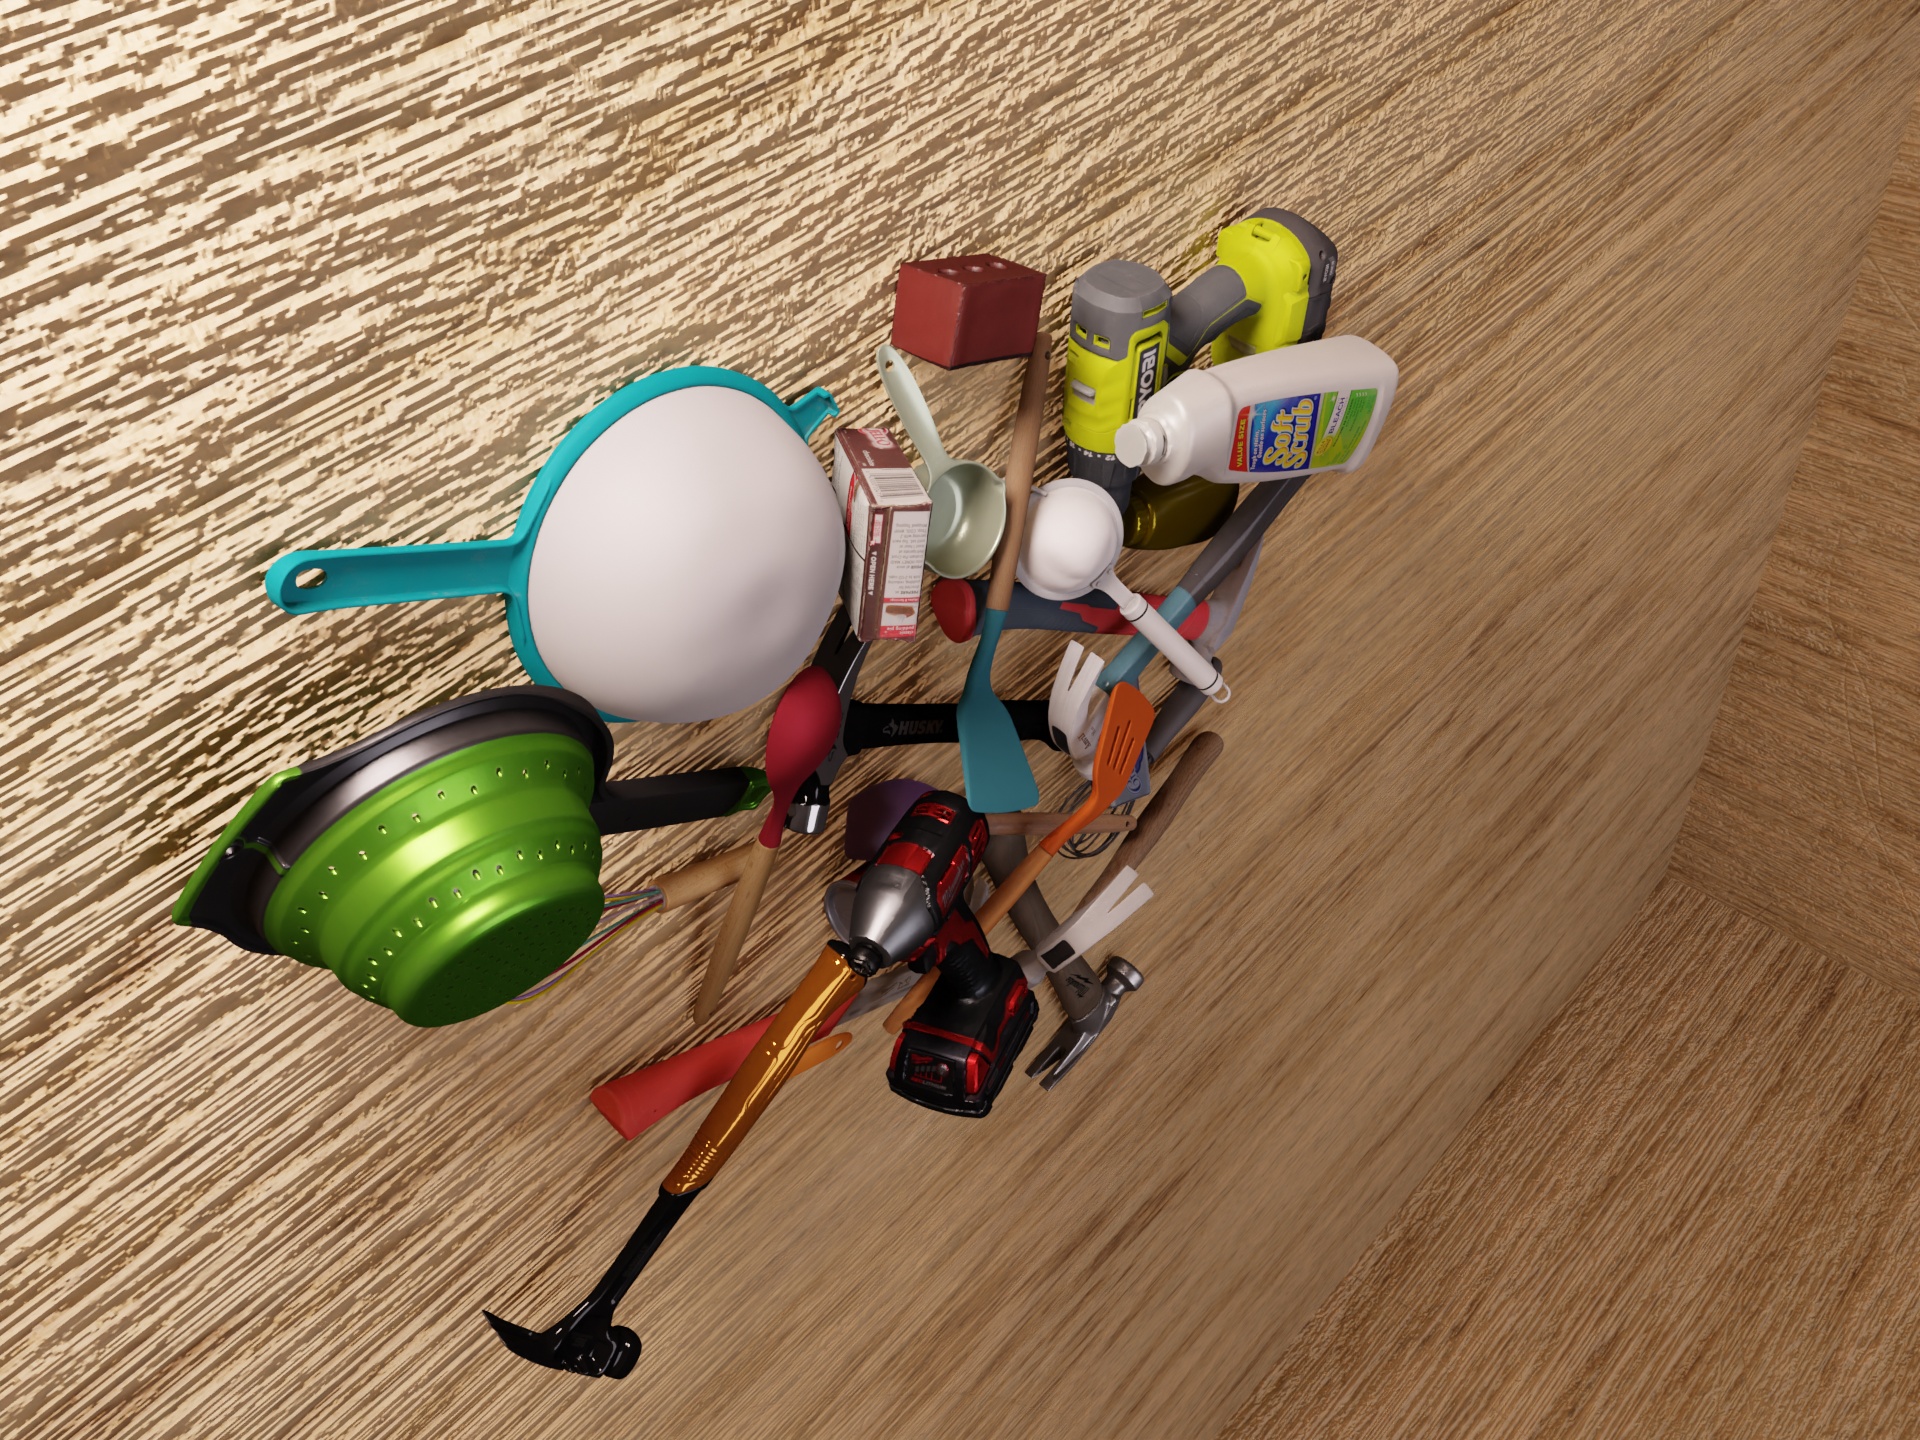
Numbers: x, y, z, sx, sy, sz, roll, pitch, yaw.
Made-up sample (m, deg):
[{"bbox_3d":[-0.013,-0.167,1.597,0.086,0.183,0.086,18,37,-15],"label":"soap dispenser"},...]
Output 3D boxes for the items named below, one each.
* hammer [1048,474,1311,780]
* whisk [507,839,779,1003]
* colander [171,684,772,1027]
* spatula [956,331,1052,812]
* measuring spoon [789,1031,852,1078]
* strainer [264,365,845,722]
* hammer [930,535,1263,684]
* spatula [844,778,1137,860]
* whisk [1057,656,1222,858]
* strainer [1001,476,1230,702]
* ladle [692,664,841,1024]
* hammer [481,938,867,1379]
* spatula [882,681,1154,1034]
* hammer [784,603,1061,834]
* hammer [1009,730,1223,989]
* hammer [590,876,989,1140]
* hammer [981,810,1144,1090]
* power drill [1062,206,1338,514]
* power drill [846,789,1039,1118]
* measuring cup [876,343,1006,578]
[{"bbox_3d":[0.183,-0.105,1.230,0.331,0.033,0.128,-49,148,-7],"label":"hammer"},{"bbox_3d":[-0.202,0.119,0.976,0.245,0.047,0.051,-20,129,-48],"label":"whisk"},{"bbox_3d":[-0.203,0.079,0.849,0.204,0.094,0.397,-46,161,23],"label":"colander"},{"bbox_3d":[0.038,-0.098,1.062,0.082,0.044,0.317,-1,102,-52],"label":"spatula"},{"bbox_3d":[-0.118,0.253,1.150,0.117,0.011,0.021,-20,131,-45],"label":"measuring spoon"},{"bbox_3d":[-0.173,-0.069,0.817,0.340,0.095,0.211,-12,125,-50],"label":"strainer"},{"bbox_3d":[0.114,-0.098,1.225,0.386,0.038,0.143,-1,115,-53],"label":"hammer"},{"bbox_3d":[0.032,0.077,1.214,0.315,0.018,0.060,4,92,-45],"label":"spatula"},{"bbox_3d":[0.158,0.029,1.380,0.239,0.055,0.055,-49,146,-23],"label":"whisk"},{"bbox_3d":[0.121,-0.086,1.133,0.087,0.050,0.258,-49,123,2],"label":"strainer"},{"bbox_3d":[-0.129,0.093,1.002,0.069,0.031,0.315,-39,159,-49],"label":"ladle"},{"bbox_3d":[-0.176,0.289,1.072,0.337,0.034,0.127,-54,138,-5],"label":"hammer"},{"bbox_3d":[0.044,0.111,1.213,0.322,0.041,0.081,-49,148,5],"label":"spatula"},{"bbox_3d":[-0.002,-0.004,1.138,0.334,0.035,0.146,-2,108,-55],"label":"hammer"},{"bbox_3d":[0.154,0.102,1.357,0.130,0.031,0.331,-40,-176,43],"label":"hammer"},{"bbox_3d":[-0.114,0.217,1.172,0.359,0.037,0.149,-14,126,-48],"label":"hammer"},{"bbox_3d":[0.066,0.192,1.391,0.146,0.038,0.410,-48,145,-15],"label":"hammer"},{"bbox_3d":[0.160,-0.253,1.131,0.228,0.080,0.190,-33,143,-31],"label":"power drill"},{"bbox_3d":[-0.017,0.169,1.099,0.143,0.078,0.219,-56,145,-39],"label":"power drill"},{"bbox_3d":[-0.026,-0.165,0.999,0.083,0.038,0.167,-44,129,-23],"label":"measuring cup"}]
